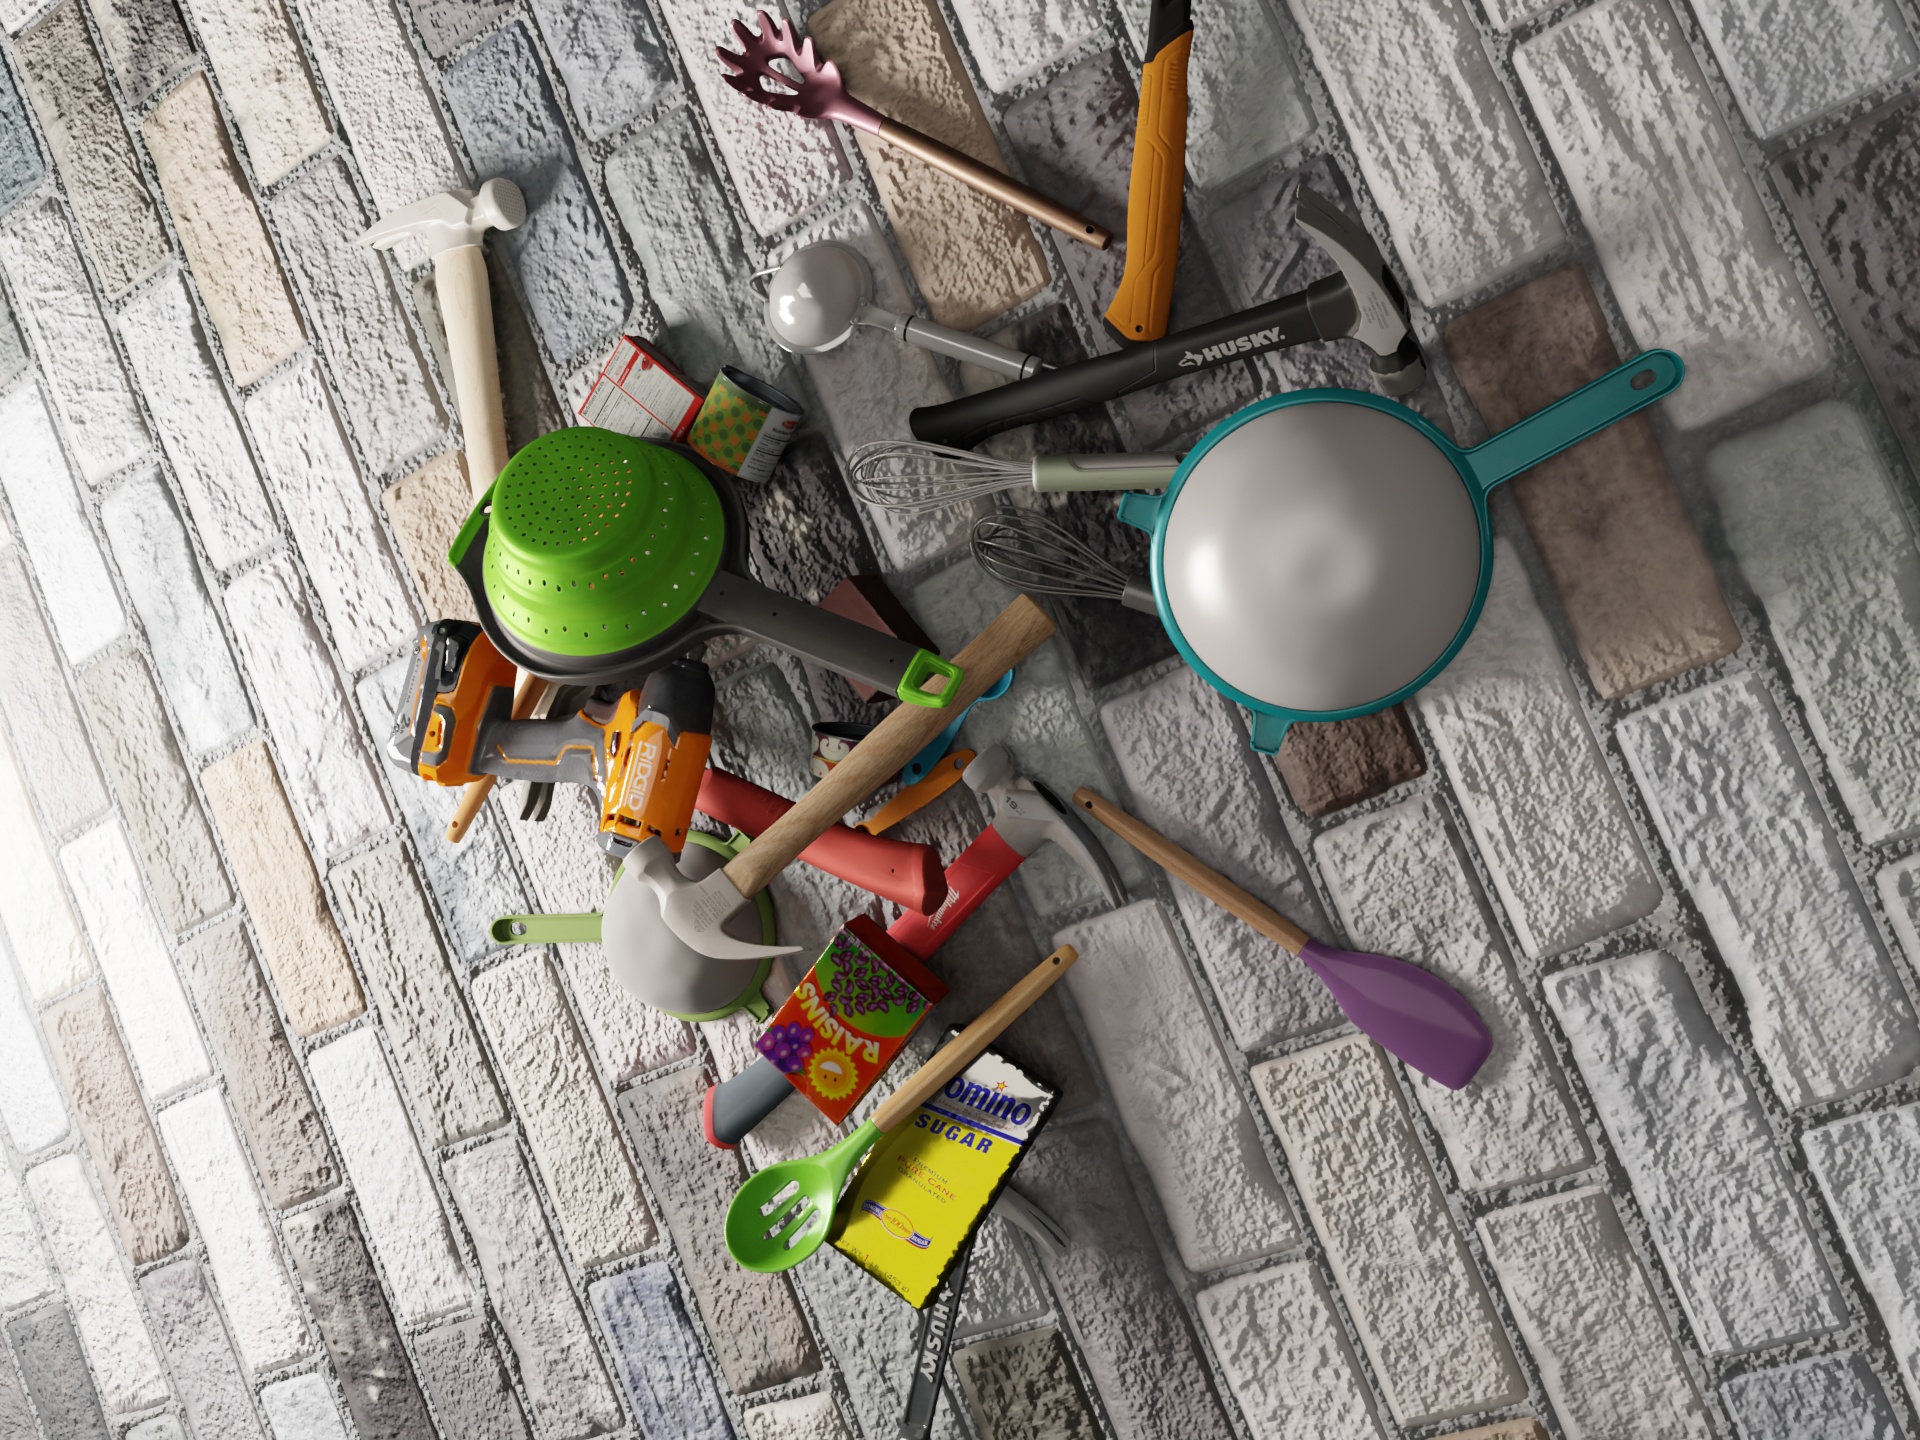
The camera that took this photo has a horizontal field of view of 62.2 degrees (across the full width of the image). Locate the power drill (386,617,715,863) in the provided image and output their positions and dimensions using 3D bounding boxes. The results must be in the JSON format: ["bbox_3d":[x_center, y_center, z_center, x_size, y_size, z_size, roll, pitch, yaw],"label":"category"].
[{"bbox_3d":[-0.285,-0.004,1.149,0.226,0.084,0.164,17,93,14],"label":"power drill"}]

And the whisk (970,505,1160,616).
[{"bbox_3d":[0.114,-0.090,1.060,0.239,0.055,0.055,20,102,15],"label":"whisk"}]

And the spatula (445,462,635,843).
[{"bbox_3d":[-0.320,-0.048,1.211,0.081,0.041,0.322,31,96,19],"label":"spatula"}]

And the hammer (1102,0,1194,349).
[{"bbox_3d":[0.139,-0.406,1.016,0.127,0.034,0.337,7,101,9],"label":"hammer"}]

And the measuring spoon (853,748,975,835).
[{"bbox_3d":[-0.033,0.057,1.153,0.117,0.011,0.021,-37,71,18],"label":"measuring spoon"}]

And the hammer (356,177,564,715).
[{"bbox_3d":[-0.379,-0.205,1.255,0.146,0.038,0.410,-8,92,24],"label":"hammer"}]

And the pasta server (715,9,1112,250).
[{"bbox_3d":[-0.033,-0.399,1.093,0.316,0.040,0.060,32,94,15],"label":"pasta server"}]

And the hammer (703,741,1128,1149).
[{"bbox_3d":[-0.051,0.197,1.158,0.143,0.038,0.386,47,110,10],"label":"hammer"}]

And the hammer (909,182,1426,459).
[{"bbox_3d":[0.113,-0.231,1.020,0.335,0.146,0.035,-11,47,30],"label":"hammer"}]

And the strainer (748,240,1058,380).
[{"bbox_3d":[-0.045,-0.279,1.110,0.258,0.050,0.087,22,89,15],"label":"strainer"}]

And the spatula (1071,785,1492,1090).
[{"bbox_3d":[0.207,0.133,1.055,0.316,0.018,0.059,34,106,15],"label":"spatula"}]

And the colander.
[{"bbox_3d":[-0.183,-0.105,1.073,0.397,0.094,0.204,22,70,17],"label":"colander"}]

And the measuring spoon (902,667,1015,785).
[{"bbox_3d":[-0.002,-0.004,1.130,0.042,0.021,0.128,43,114,16],"label":"measuring spoon"}]

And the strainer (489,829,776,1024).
[{"bbox_3d":[-0.269,0.165,1.226,0.256,0.069,0.151,-4,94,21],"label":"strainer"}]

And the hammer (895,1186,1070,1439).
[{"bbox_3d":[-0.026,0.521,1.181,0.149,0.036,0.409,15,101,19],"label":"hammer"}]

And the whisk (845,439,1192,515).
[{"bbox_3d":[0.043,-0.166,1.064,0.246,0.058,0.059,0,136,10],"label":"whisk"}]

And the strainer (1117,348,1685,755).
[{"bbox_3d":[0.273,-0.123,0.945,0.340,0.095,0.211,-29,97,16],"label":"strainer"}]

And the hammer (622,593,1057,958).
[{"bbox_3d":[-0.066,0.037,1.078,0.331,0.031,0.130,-41,81,-1],"label":"hammer"}]

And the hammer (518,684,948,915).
[{"bbox_3d":[-0.169,0.067,1.163,0.359,0.036,0.149,23,94,26],"label":"hammer"}]

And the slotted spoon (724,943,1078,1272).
[{"bbox_3d":[-0.037,0.264,1.100,0.314,0.031,0.070,-42,64,0],"label":"slotted spoon"}]
